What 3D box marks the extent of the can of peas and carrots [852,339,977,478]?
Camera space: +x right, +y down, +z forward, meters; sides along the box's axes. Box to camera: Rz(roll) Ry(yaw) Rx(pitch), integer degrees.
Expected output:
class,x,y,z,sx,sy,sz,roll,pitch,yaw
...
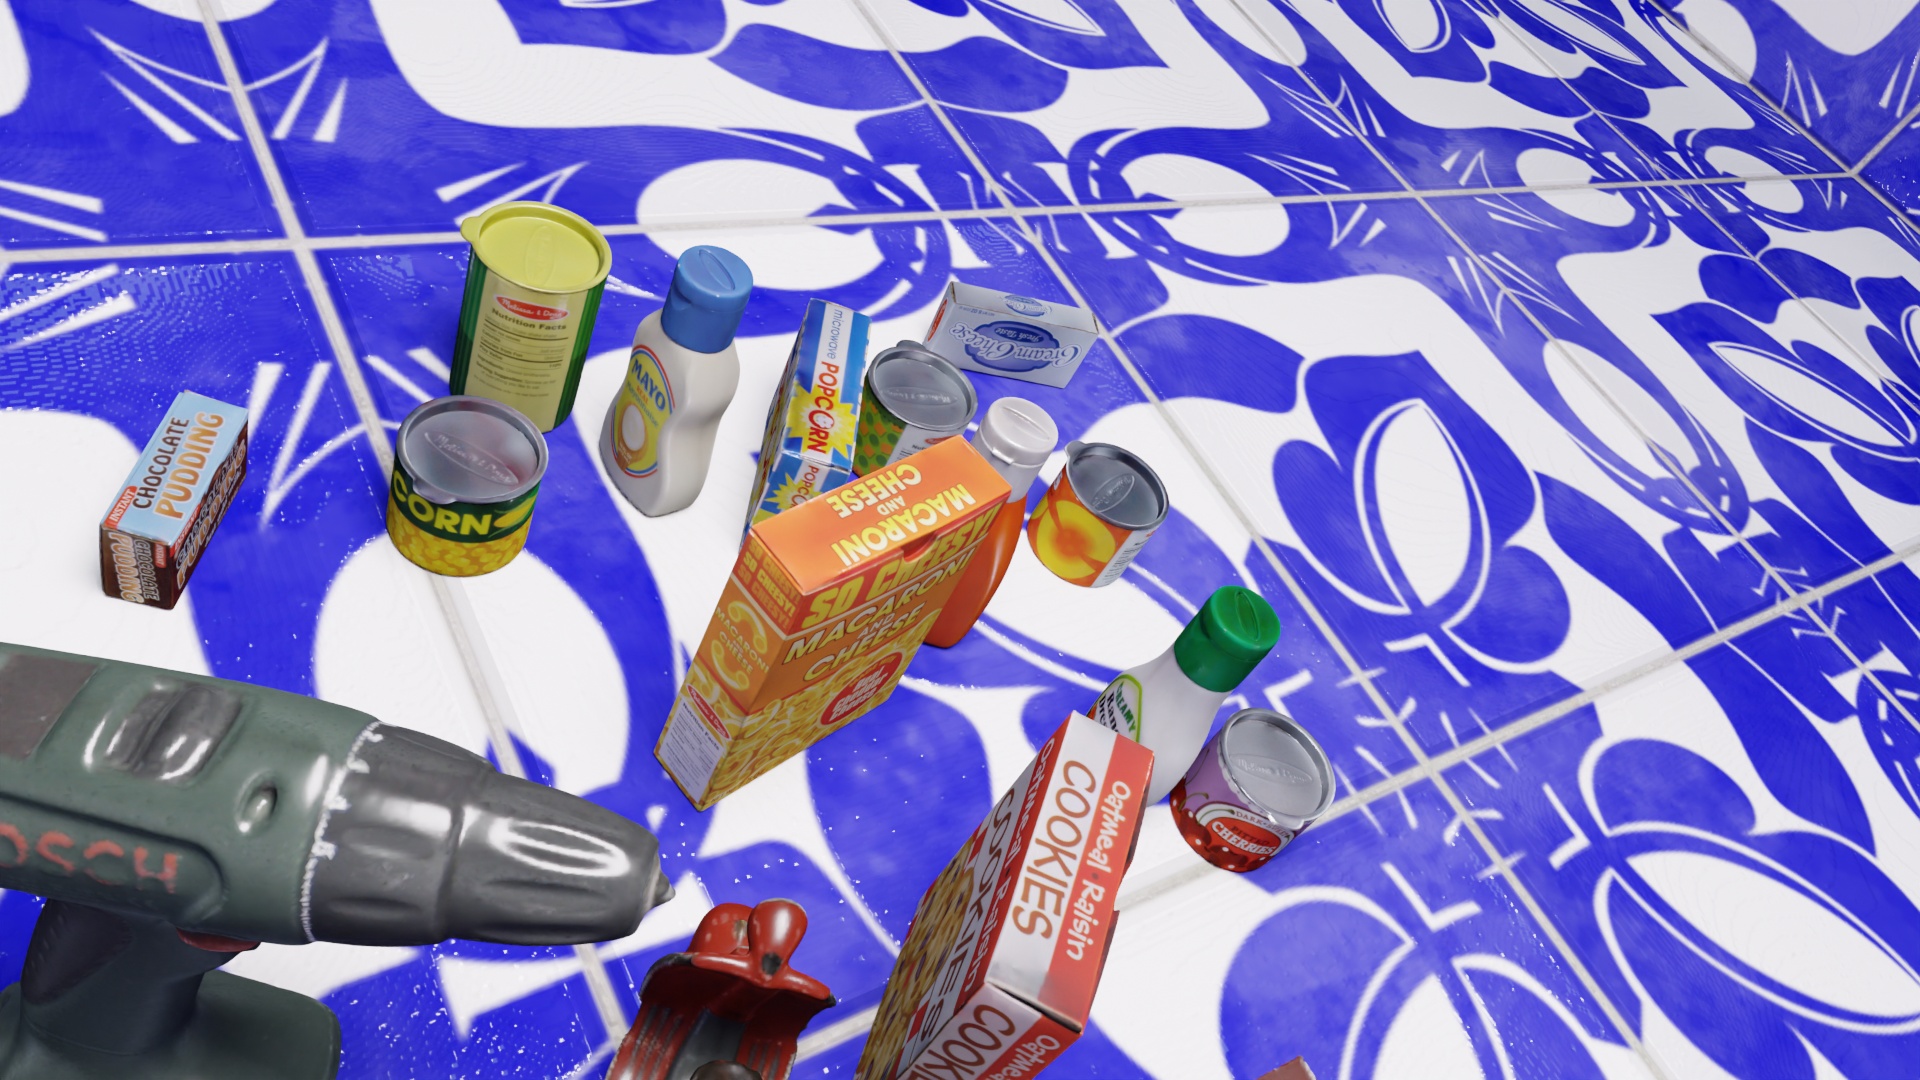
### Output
class,x,y,z,sx,sy,sz,roll,pitch,yaw
can of peas and carrots,-0.032,-0.071,0.806,0.071,0.058,0.071,15,46,-16

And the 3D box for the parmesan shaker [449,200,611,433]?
class,x,y,z,sx,sy,sz,roll,pitch,yaw
parmesan shaker,-0.224,-0.112,0.708,0.071,0.102,0.072,15,46,-16

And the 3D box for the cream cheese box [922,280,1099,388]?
class,x,y,z,sx,sy,sz,roll,pitch,yaw
cream cheese box,0.032,-0.132,0.899,0.104,0.053,0.024,8,48,-22

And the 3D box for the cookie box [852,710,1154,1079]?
class,x,y,z,sx,sy,sz,roll,pitch,yaw
cookie box,0.012,0.161,0.541,0.040,0.166,0.123,28,44,-3

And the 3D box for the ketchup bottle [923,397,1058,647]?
class,x,y,z,sx,sy,sz,roll,pitch,yaw
ketchup bottle,0.003,-0.009,0.703,0.065,0.148,0.044,33,44,2

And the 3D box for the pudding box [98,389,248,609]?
class,x,y,z,sx,sy,sz,roll,pitch,yaw
pudding box,-0.338,-0.018,0.599,0.030,0.049,0.084,17,45,-15

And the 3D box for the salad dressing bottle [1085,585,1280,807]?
class,x,y,z,sx,sy,sz,roll,pitch,yaw
salad dressing bottle,0.103,0.079,0.679,0.044,0.146,0.064,10,47,-20

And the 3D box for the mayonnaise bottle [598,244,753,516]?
class,x,y,z,sx,sy,sz,roll,pitch,yaw
mayonnaise bottle,-0.140,-0.080,0.691,0.041,0.147,0.065,-20,63,-39

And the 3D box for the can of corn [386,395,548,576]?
class,x,y,z,sx,sy,sz,roll,pitch,yaw
can of corn,-0.234,-0.023,0.654,0.071,0.058,0.071,15,46,-16

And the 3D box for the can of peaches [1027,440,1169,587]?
class,x,y,z,sx,sy,sz,roll,pitch,yaw
can of peaches,0.078,-0.016,0.816,0.071,0.057,0.071,15,46,-16

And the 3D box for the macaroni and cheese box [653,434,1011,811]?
class,x,y,z,sx,sy,sz,roll,pitch,yaw
macaroni and cheese box,-0.058,0.038,0.615,0.124,0.165,0.040,-27,68,-42

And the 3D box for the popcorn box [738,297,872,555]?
class,x,y,z,sx,sy,sz,roll,pitch,yaw
popcorn box,-0.082,-0.058,0.747,0.038,0.084,0.127,17,45,-14

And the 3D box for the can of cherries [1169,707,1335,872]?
class,x,y,z,sx,sy,sz,roll,pitch,yaw
can of cherries,0.150,0.132,0.720,0.071,0.058,0.072,15,46,-16
